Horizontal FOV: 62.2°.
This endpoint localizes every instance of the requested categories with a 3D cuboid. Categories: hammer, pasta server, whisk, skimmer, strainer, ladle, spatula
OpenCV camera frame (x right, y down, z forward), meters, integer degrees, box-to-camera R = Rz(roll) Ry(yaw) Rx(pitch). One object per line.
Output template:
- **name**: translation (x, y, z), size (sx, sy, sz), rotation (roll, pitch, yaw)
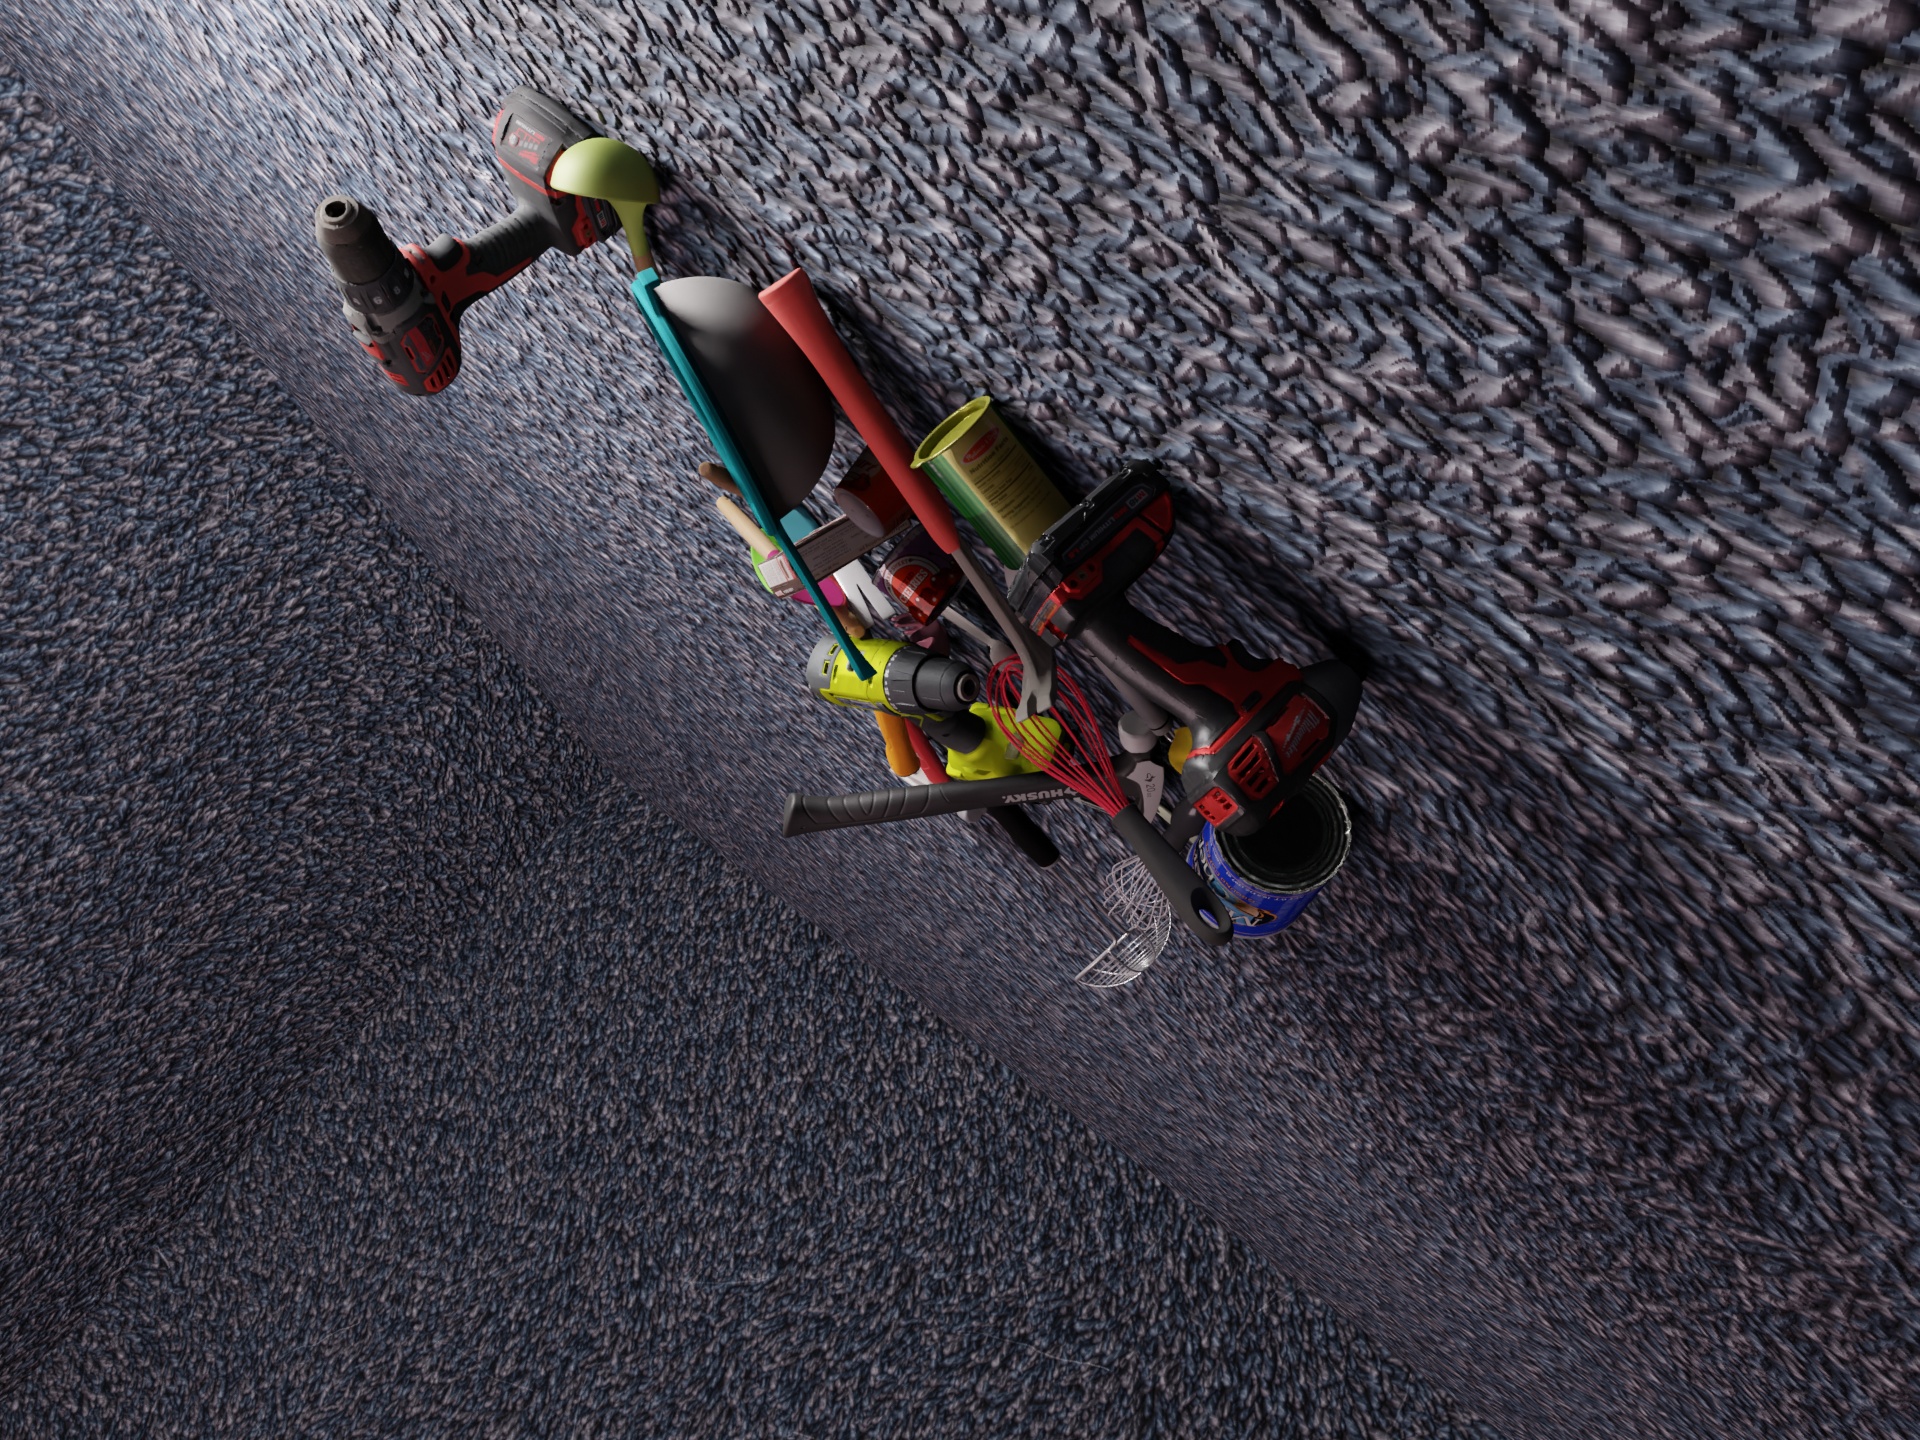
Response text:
- **hammer**: translation (-0.079, -0.042, 1.571), size (0.127, 0.034, 0.336), rotation (55, 168, 35)
- **pasta server**: translation (-0.019, -0.025, 1.586), size (0.060, 0.040, 0.316), rotation (54, 171, 24)
- **whisk**: translation (0.115, 0.059, 1.243), size (0.296, 0.073, 0.073), rotation (52, 169, 24)
- **skimmer**: translation (0.101, 0.152, 1.550), size (0.362, 0.127, 0.090), rotation (48, 179, -40)
- **whisk**: translation (0.177, 0.121, 1.408), size (0.070, 0.070, 0.284), rotation (38, 157, 11)
- **hammer**: translation (0.009, 0.067, 1.368), size (0.335, 0.035, 0.146), rotation (-8, 140, 6)
- **hammer**: translation (-0.031, -0.166, 1.165), size (0.358, 0.036, 0.149), rotation (54, -161, -24)
- **hammer**: translation (-0.087, -0.029, 1.731), size (0.143, 0.038, 0.385), rotation (30, 160, 39)
- **strainer**: translation (0.100, -0.063, 1.225), size (0.087, 0.050, 0.258), rotation (9, 147, 53)
- **ladle**: translation (-0.253, -0.349, 1.265), size (0.078, 0.062, 0.320), rotation (12, 162, 5)
- **strainer**: translation (-0.123, -0.196, 1.201), size (0.340, 0.095, 0.211), rotation (60, 176, -9)
- **spatula**: translation (-0.179, -0.190, 1.416), size (0.082, 0.044, 0.317), rotation (42, -173, 9)

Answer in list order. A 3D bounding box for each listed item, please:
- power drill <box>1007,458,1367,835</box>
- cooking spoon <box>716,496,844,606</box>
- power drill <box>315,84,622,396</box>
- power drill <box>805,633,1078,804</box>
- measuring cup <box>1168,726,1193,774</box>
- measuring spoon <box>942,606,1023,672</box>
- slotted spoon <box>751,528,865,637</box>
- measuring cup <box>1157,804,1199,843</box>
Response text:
- **power drill**: translation (0.147, -0.049, 0.995), size (0.220, 0.143, 0.078), rotation (46, 160, 6)
- **cooking spoon**: translation (-0.182, -0.161, 1.500), size (0.068, 0.017, 0.319), rotation (7, -160, -27)
- **power drill**: translation (-0.365, -0.364, 1.170), size (0.080, 0.227, 0.187), rotation (37, 163, 15)
- **power drill**: translation (-0.002, -0.004, 1.404), size (0.191, 0.080, 0.228), rotation (9, 163, 48)
- **measuring cup**: translation (0.195, 0.049, 1.296), size (0.062, 0.029, 0.156), rotation (24, 162, 14)
- **measuring spoon**: translation (0.004, -0.078, 1.432), size (0.124, 0.018, 0.034), rotation (36, 163, 21)
- **slotted spoon**: translation (-0.143, -0.124, 1.500), size (0.314, 0.031, 0.070), rotation (-140, 41, -61)
- **measuring cup**: translation (0.222, 0.137, 1.449), size (0.167, 0.038, 0.083), rotation (42, 164, -6)
